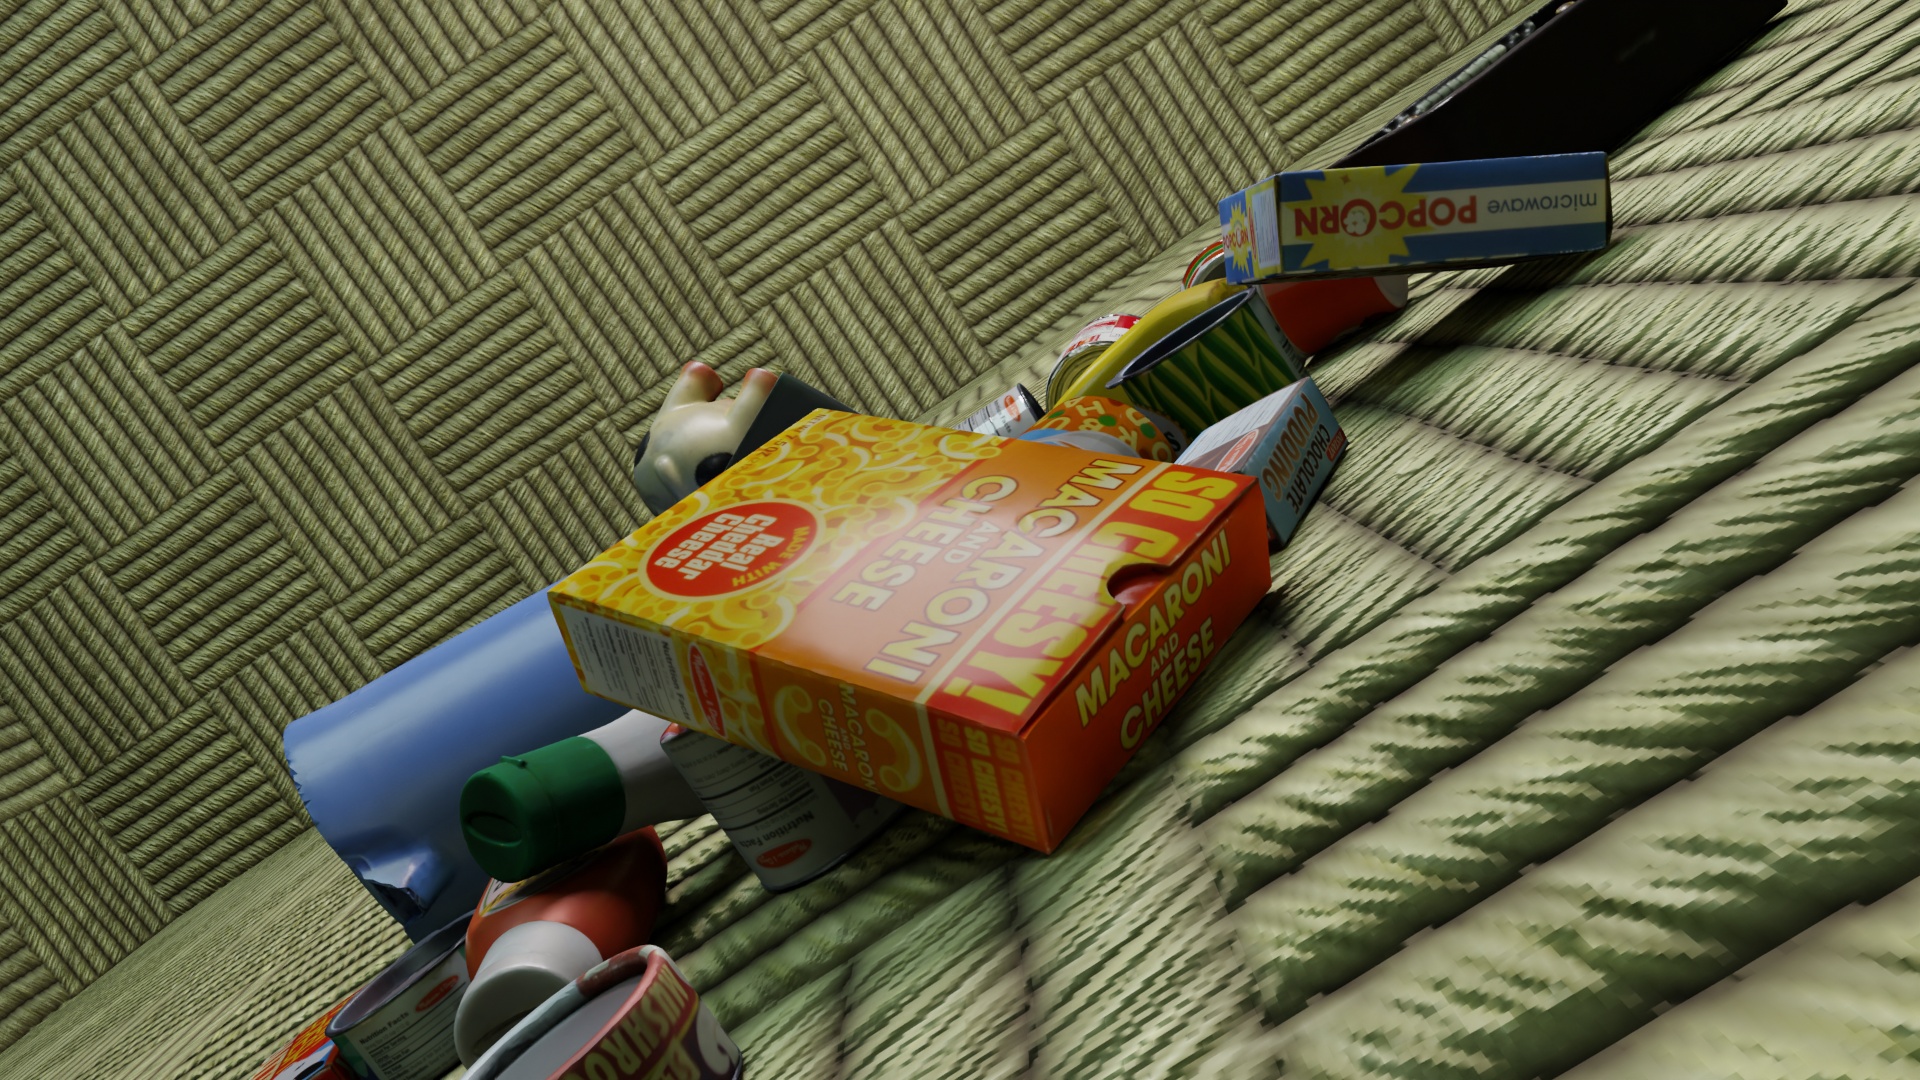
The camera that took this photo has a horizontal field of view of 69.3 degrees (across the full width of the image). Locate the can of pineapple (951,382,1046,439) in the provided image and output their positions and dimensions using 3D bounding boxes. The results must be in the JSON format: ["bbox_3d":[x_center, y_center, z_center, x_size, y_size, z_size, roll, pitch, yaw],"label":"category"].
[{"bbox_3d":[0.028,-0.043,0.764,0.058,0.071,0.071,-33,7,11],"label":"can of pineapple"}]

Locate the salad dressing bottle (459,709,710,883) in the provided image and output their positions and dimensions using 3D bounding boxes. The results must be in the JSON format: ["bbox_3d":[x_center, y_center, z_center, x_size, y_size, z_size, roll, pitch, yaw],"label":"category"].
[{"bbox_3d":[-0.100,0.076,0.481,0.064,0.044,0.148,3,11,36],"label":"salad dressing bottle"}]

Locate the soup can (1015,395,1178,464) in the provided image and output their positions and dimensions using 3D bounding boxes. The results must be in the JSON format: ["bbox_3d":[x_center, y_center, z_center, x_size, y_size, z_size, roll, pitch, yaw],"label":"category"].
[{"bbox_3d":[0.036,-0.007,0.499,0.071,0.071,0.084,-26,11,47],"label":"soup can"}]

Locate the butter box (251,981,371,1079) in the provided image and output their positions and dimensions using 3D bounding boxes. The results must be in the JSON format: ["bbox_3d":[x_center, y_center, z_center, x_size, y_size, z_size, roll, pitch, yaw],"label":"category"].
[{"bbox_3d":[-0.245,0.206,0.526,0.053,0.024,0.103,-37,8,-12],"label":"butter box"}]

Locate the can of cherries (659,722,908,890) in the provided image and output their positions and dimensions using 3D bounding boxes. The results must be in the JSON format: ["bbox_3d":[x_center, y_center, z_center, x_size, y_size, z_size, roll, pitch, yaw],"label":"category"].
[{"bbox_3d":[-0.051,0.066,0.443,0.071,0.058,0.071,-34,8,5],"label":"can of cherries"}]

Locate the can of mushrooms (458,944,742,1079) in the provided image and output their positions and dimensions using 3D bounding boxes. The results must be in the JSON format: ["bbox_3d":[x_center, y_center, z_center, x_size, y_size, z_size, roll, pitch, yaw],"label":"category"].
[{"bbox_3d":[-0.084,0.125,0.312,0.071,0.033,0.071,-33,7,5],"label":"can of mushrooms"}]

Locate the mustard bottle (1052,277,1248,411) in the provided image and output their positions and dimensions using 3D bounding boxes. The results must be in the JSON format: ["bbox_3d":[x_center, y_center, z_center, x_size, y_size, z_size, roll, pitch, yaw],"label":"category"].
[{"bbox_3d":[0.084,-0.065,0.676,0.159,0.065,0.049,-33,2,44],"label":"mustard bottle"}]

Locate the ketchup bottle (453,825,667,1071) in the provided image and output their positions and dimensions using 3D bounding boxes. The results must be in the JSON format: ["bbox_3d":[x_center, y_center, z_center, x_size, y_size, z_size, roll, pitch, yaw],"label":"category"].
[{"bbox_3d":[-0.129,0.128,0.444,0.065,0.043,0.149,-25,7,-7],"label":"ketchup bottle"}]

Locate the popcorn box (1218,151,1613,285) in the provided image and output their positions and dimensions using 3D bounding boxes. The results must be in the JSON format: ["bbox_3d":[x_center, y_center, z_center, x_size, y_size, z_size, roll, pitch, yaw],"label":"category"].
[{"bbox_3d":[0.175,-0.125,0.547,0.127,0.038,0.085,-4,8,-3],"label":"popcorn box"}]

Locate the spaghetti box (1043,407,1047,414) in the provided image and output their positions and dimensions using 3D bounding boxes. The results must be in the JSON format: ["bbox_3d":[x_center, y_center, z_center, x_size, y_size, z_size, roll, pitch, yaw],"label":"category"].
[{"bbox_3d":[0.062,-0.073,0.937,0.251,0.028,0.050,-38,7,-26],"label":"spaghetti box"}]

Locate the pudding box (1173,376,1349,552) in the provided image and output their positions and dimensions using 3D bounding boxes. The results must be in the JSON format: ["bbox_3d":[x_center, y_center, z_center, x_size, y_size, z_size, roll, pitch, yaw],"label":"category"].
[{"bbox_3d":[0.093,-0.019,0.468,0.049,0.030,0.084,-27,11,39],"label":"pudding box"}]

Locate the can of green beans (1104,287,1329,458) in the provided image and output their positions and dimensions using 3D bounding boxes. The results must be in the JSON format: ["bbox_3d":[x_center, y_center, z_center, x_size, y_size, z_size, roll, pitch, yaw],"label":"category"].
[{"bbox_3d":[0.106,-0.060,0.561,0.071,0.057,0.071,-34,8,5],"label":"can of green beans"}]

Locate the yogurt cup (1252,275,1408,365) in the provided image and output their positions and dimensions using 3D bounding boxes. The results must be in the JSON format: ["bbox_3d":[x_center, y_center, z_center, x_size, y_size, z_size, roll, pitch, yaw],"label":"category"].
[{"bbox_3d":[0.177,-0.127,0.663,0.054,0.072,0.073,-19,15,37],"label":"yogurt cup"}]

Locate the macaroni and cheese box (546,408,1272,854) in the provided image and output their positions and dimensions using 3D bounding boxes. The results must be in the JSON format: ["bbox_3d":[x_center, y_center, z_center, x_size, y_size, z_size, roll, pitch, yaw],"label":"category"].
[{"bbox_3d":[-0.015,0.013,0.396,0.166,0.040,0.124,11,37,35],"label":"macaroni and cheese box"}]

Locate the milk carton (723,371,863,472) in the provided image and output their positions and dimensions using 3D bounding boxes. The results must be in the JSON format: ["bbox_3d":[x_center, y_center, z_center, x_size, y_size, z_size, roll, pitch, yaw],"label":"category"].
[{"bbox_3d":[-0.055,-0.025,0.768,0.073,0.072,0.190,-60,-15,0],"label":"milk carton"}]

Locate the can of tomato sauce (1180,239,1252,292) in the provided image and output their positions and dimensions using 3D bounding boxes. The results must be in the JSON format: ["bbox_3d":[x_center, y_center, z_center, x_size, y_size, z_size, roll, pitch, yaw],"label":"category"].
[{"bbox_3d":[0.157,-0.133,0.764,0.071,0.071,0.083,-33,8,14],"label":"can of tomato sauce"}]

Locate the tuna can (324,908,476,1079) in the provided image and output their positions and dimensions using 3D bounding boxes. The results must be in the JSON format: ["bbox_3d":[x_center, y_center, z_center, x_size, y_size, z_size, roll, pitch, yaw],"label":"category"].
[{"bbox_3d":[-0.191,0.167,0.504,0.071,0.033,0.071,-33,8,5],"label":"tuna can"}]
